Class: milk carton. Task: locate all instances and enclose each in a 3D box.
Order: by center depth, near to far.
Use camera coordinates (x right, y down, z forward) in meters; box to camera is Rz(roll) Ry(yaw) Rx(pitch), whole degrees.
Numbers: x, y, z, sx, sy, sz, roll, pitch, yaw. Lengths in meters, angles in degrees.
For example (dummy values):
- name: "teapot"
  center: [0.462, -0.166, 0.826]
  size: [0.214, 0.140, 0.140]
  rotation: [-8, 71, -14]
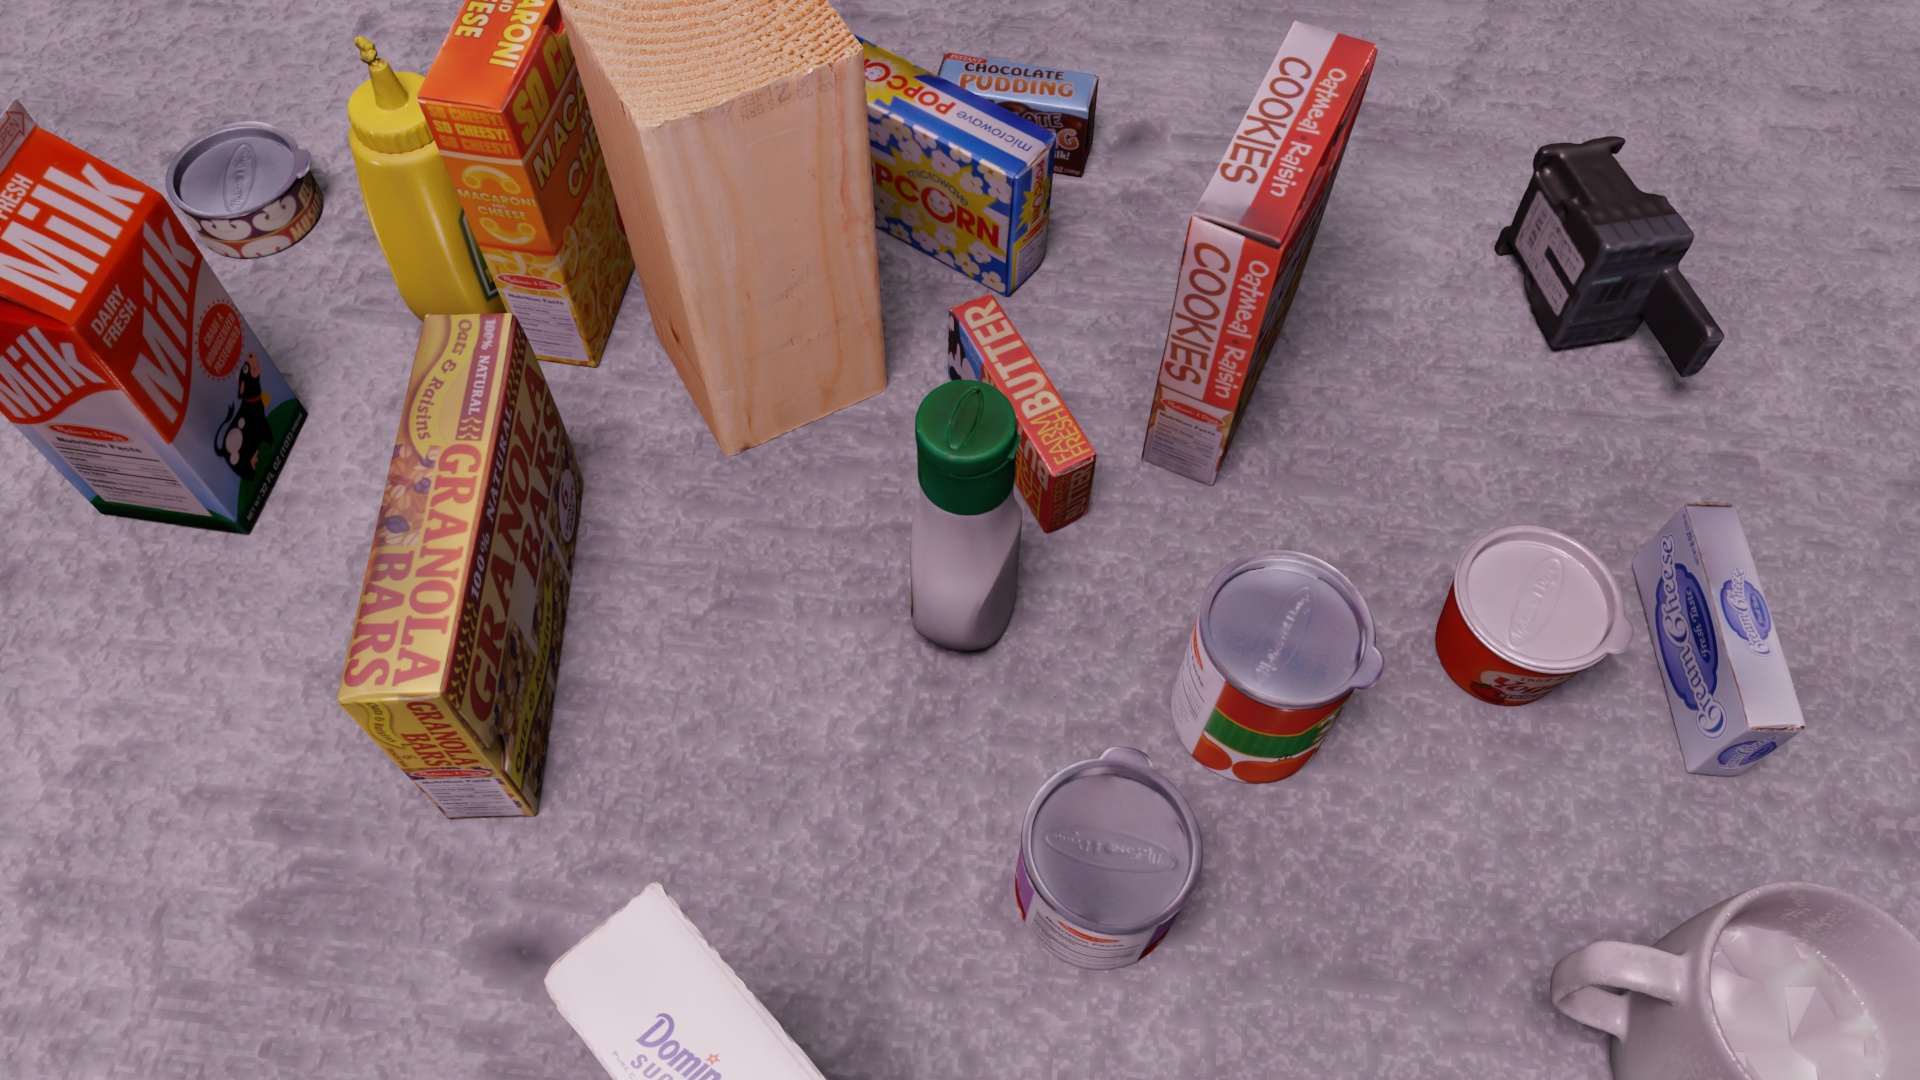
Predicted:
- name: "milk carton"
  center: [-0.351, -0.084, 0.569]
  size: [0.073, 0.189, 0.072]
  rotation: [8, 60, 4]

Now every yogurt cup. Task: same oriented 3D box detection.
- name: "yogurt cup"
  center: [0.235, 0.035, 0.586]
  size: [0.072, 0.053, 0.073]
  rotation: [0, 60, 0]

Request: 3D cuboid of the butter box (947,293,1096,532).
- name: "butter box"
  center: [0.027, -0.059, 0.638]
  size: [0.024, 0.053, 0.104]
  rotation: [-23, 62, -13]

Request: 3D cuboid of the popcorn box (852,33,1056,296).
- name: "popcorn box"
  center: [-0.015, -0.187, 0.695]
  size: [0.127, 0.084, 0.038]
  rotation: [31, 64, 16]

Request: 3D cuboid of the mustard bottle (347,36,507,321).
- name: "mustard bottle"
  center: [-0.242, -0.161, 0.633]
  size: [0.049, 0.159, 0.065]
  rotation: [7, 60, 3]

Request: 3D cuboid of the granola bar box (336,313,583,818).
- name: "granola bar box"
  center: [-0.190, 0.012, 0.553]
  size: [0.039, 0.123, 0.166]
  rotation: [-1, 60, -1]

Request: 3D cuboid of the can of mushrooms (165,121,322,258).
- name: "can of mushrooms"
  center: [-0.366, -0.181, 0.716]
  size: [0.071, 0.033, 0.071]
  rotation: [0, 60, -1]

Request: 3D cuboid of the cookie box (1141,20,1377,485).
- name: "cookie box"
  center: [0.128, -0.120, 0.610]
  size: [0.040, 0.166, 0.123]
  rotation: [22, 62, 12]

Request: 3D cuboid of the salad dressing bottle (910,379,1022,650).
- name: "salad dressing bottle"
  center: [0.002, -0.007, 0.553]
  size: [0.044, 0.147, 0.064]
  rotation: [17, 61, 9]

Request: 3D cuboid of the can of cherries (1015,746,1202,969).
- name: "can of cherries"
  center: [0.056, 0.122, 0.529]
  size: [0.071, 0.058, 0.072]
  rotation: [0, 60, 0]

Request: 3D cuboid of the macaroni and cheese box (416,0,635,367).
- name: "macaroni and cheese box"
  center: [-0.185, -0.180, 0.642]
  size: [0.040, 0.165, 0.124]
  rotation: [8, 60, 4]

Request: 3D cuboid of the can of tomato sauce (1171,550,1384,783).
- name: "can of tomato sauce"
  center: [0.124, 0.053, 0.556]
  size: [0.071, 0.082, 0.071]
  rotation: [0, 60, 0]

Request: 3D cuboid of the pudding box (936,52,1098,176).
- name: "pudding box"
  center: [0.029, -0.227, 0.740]
  size: [0.084, 0.049, 0.030]
  rotation: [11, 60, 6]

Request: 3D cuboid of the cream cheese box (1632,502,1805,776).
- name: "cream cheese box"
  center: [0.316, 0.041, 0.583]
  size: [0.024, 0.053, 0.104]
  rotation: [1, 60, 0]
